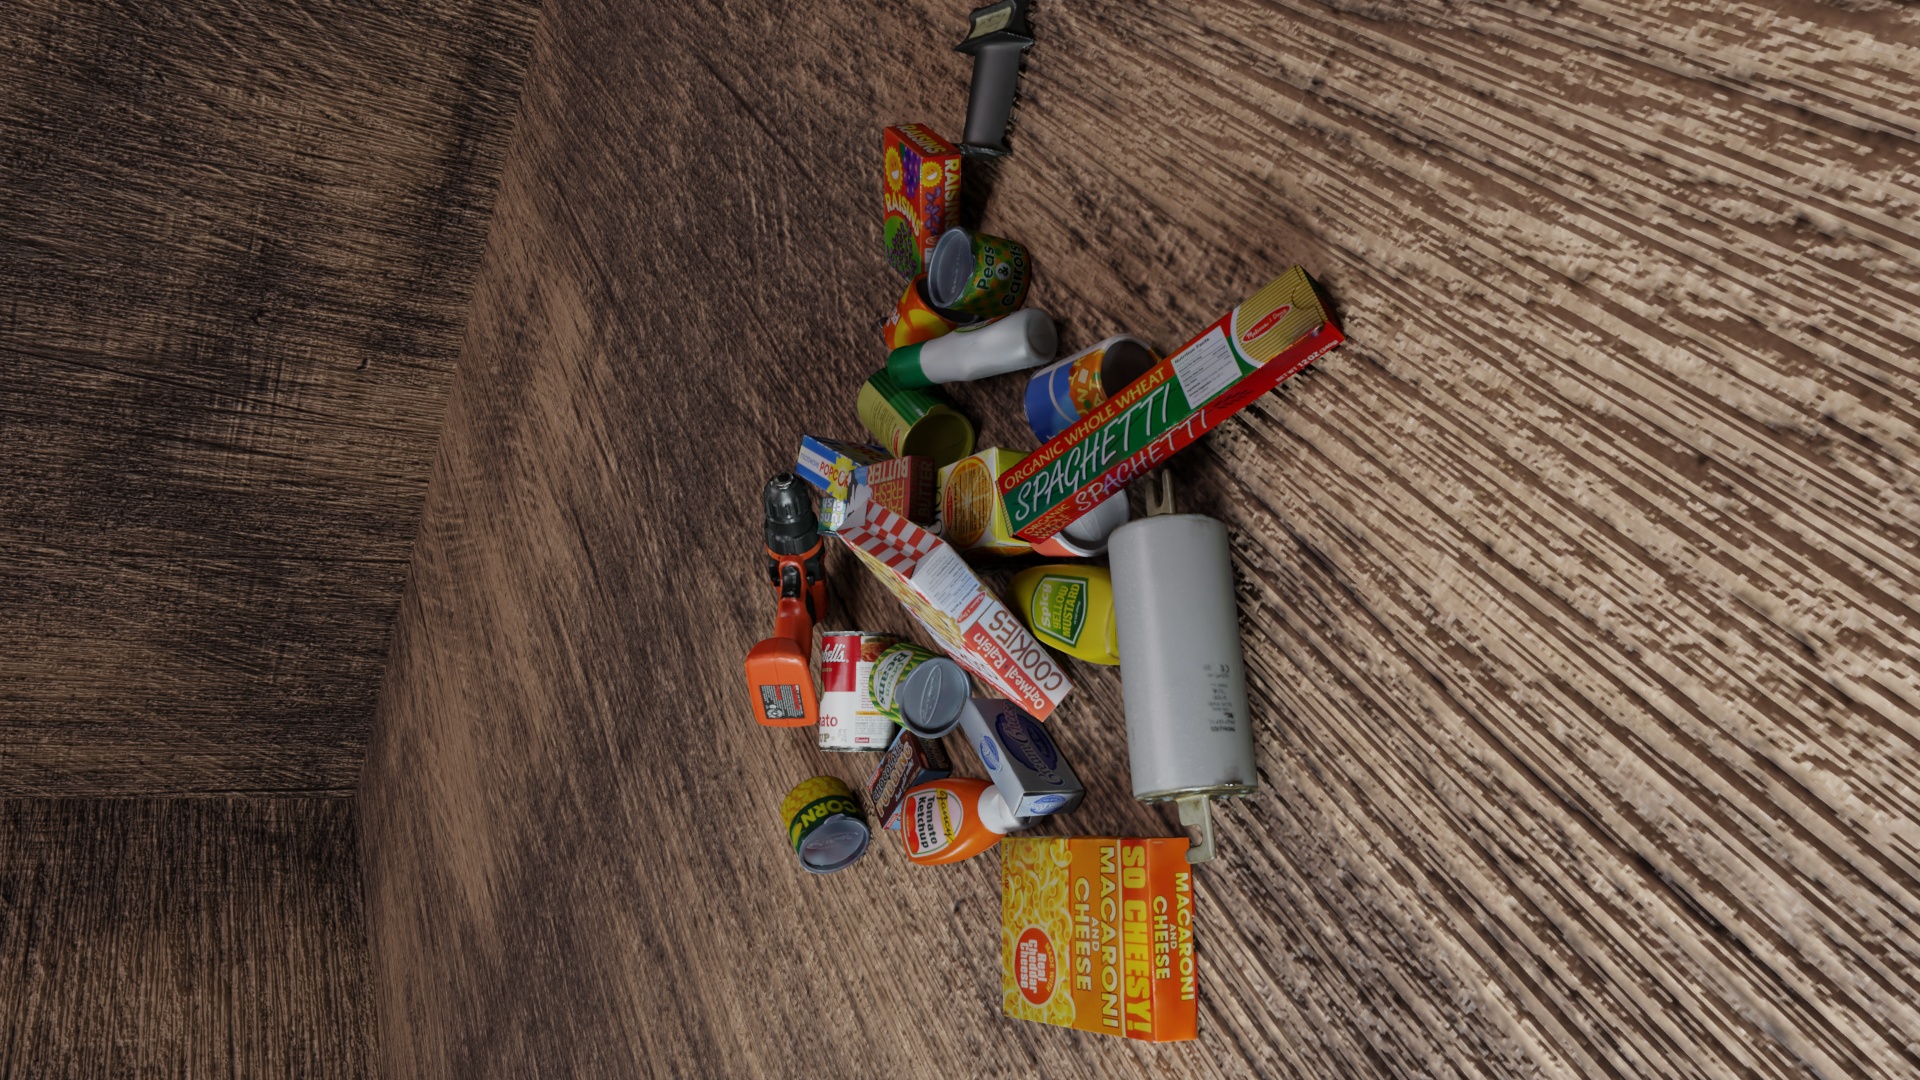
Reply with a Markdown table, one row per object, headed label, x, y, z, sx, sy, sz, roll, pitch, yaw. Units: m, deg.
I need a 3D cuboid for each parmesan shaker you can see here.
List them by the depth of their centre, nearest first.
| label | x | y | z | sx | sy | sz | roll | pitch | yaw |
| --- | --- | --- | --- | --- | --- | --- | --- | --- | --- |
| parmesan shaker | -0.039 | -0.103 | 1.175 | 0.103 | 0.071 | 0.071 | 49 | 125 | 51 |

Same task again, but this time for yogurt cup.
| label | x | y | z | sx | sy | sz | roll | pitch | yaw |
| --- | --- | --- | --- | --- | --- | --- | --- | --- | --- |
| yogurt cup | 0.077 | -0.018 | 0.978 | 0.054 | 0.072 | 0.072 | 157 | 115 | -63 |

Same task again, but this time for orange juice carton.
| label | x | y | z | sx | sy | sz | roll | pitch | yaw |
| --- | --- | --- | --- | --- | --- | --- | --- | --- | --- |
| orange juice carton | 0.004 | -0.014 | 1.085 | 0.192 | 0.072 | 0.073 | -18 | 69 | 55 |

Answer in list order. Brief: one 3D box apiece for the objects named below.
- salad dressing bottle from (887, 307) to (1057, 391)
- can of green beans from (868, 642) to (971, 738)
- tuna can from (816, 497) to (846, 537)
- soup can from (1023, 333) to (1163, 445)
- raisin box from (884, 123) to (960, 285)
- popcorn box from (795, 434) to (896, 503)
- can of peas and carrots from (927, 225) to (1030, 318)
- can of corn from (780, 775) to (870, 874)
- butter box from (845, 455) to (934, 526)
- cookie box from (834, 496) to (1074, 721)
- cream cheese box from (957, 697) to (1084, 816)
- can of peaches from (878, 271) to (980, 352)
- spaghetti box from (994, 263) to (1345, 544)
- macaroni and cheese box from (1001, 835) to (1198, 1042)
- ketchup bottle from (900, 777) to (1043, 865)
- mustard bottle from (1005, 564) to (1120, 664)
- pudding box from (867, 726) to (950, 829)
| label | x | y | z | sx | sy | sz | roll | pitch | yaw |
| --- | --- | --- | --- | --- | --- | --- | --- | --- | --- |
| salad dressing bottle | 0.006 | -0.148 | 1.094 | 0.147 | 0.064 | 0.044 | -8 | 98 | 41 |
| can of green beans | -0.034 | 0.120 | 1.123 | 0.058 | 0.071 | 0.071 | 16 | 98 | 58 |
| tuna can | -0.096 | -0.019 | 1.247 | 0.071 | 0.071 | 0.033 | 0 | 83 | 58 |
| soup can | 0.095 | -0.098 | 0.963 | 0.083 | 0.071 | 0.071 | -18 | 69 | 55 |
| raisin box | -0.033 | -0.285 | 1.193 | 0.086 | 0.040 | 0.122 | -128 | 31 | -50 |
| popcorn box | -0.080 | -0.057 | 1.215 | 0.127 | 0.085 | 0.038 | 30 | 109 | 56 |
| can of peas and carrots | 0.016 | -0.215 | 1.118 | 0.071 | 0.059 | 0.071 | -15 | 72 | 56 |
| can of corn | -0.121 | 0.250 | 1.235 | 0.058 | 0.071 | 0.071 | 54 | 128 | 48 |
| butter box | -0.056 | -0.035 | 1.091 | 0.103 | 0.024 | 0.053 | -9 | 76 | 57 |
| cookie box | -0.003 | 0.049 | 1.006 | 0.040 | 0.167 | 0.123 | -47 | 32 | -9 |
| cream cheese box | 0.043 | 0.155 | 1.006 | 0.104 | 0.053 | 0.024 | 56 | 133 | 47 |
| can of peaches | -0.026 | -0.185 | 1.169 | 0.057 | 0.071 | 0.071 | -52 | 43 | 39 |
| spaghetti box | 0.124 | -0.080 | 0.878 | 0.249 | 0.028 | 0.050 | -35 | 52 | 28 |
| macaroni and cheese box | 0.089 | 0.259 | 0.924 | 0.166 | 0.040 | 0.124 | -19 | 68 | 56 |
| ketchup bottle | 0.009 | 0.210 | 1.060 | 0.148 | 0.043 | 0.065 | -27 | 62 | 52 |
| mustard bottle | 0.073 | 0.047 | 0.983 | 0.160 | 0.049 | 0.065 | 11 | 90 | 58 |
| pudding box | -0.044 | 0.197 | 1.158 | 0.083 | 0.030 | 0.050 | -58 | 38 | 33 |
